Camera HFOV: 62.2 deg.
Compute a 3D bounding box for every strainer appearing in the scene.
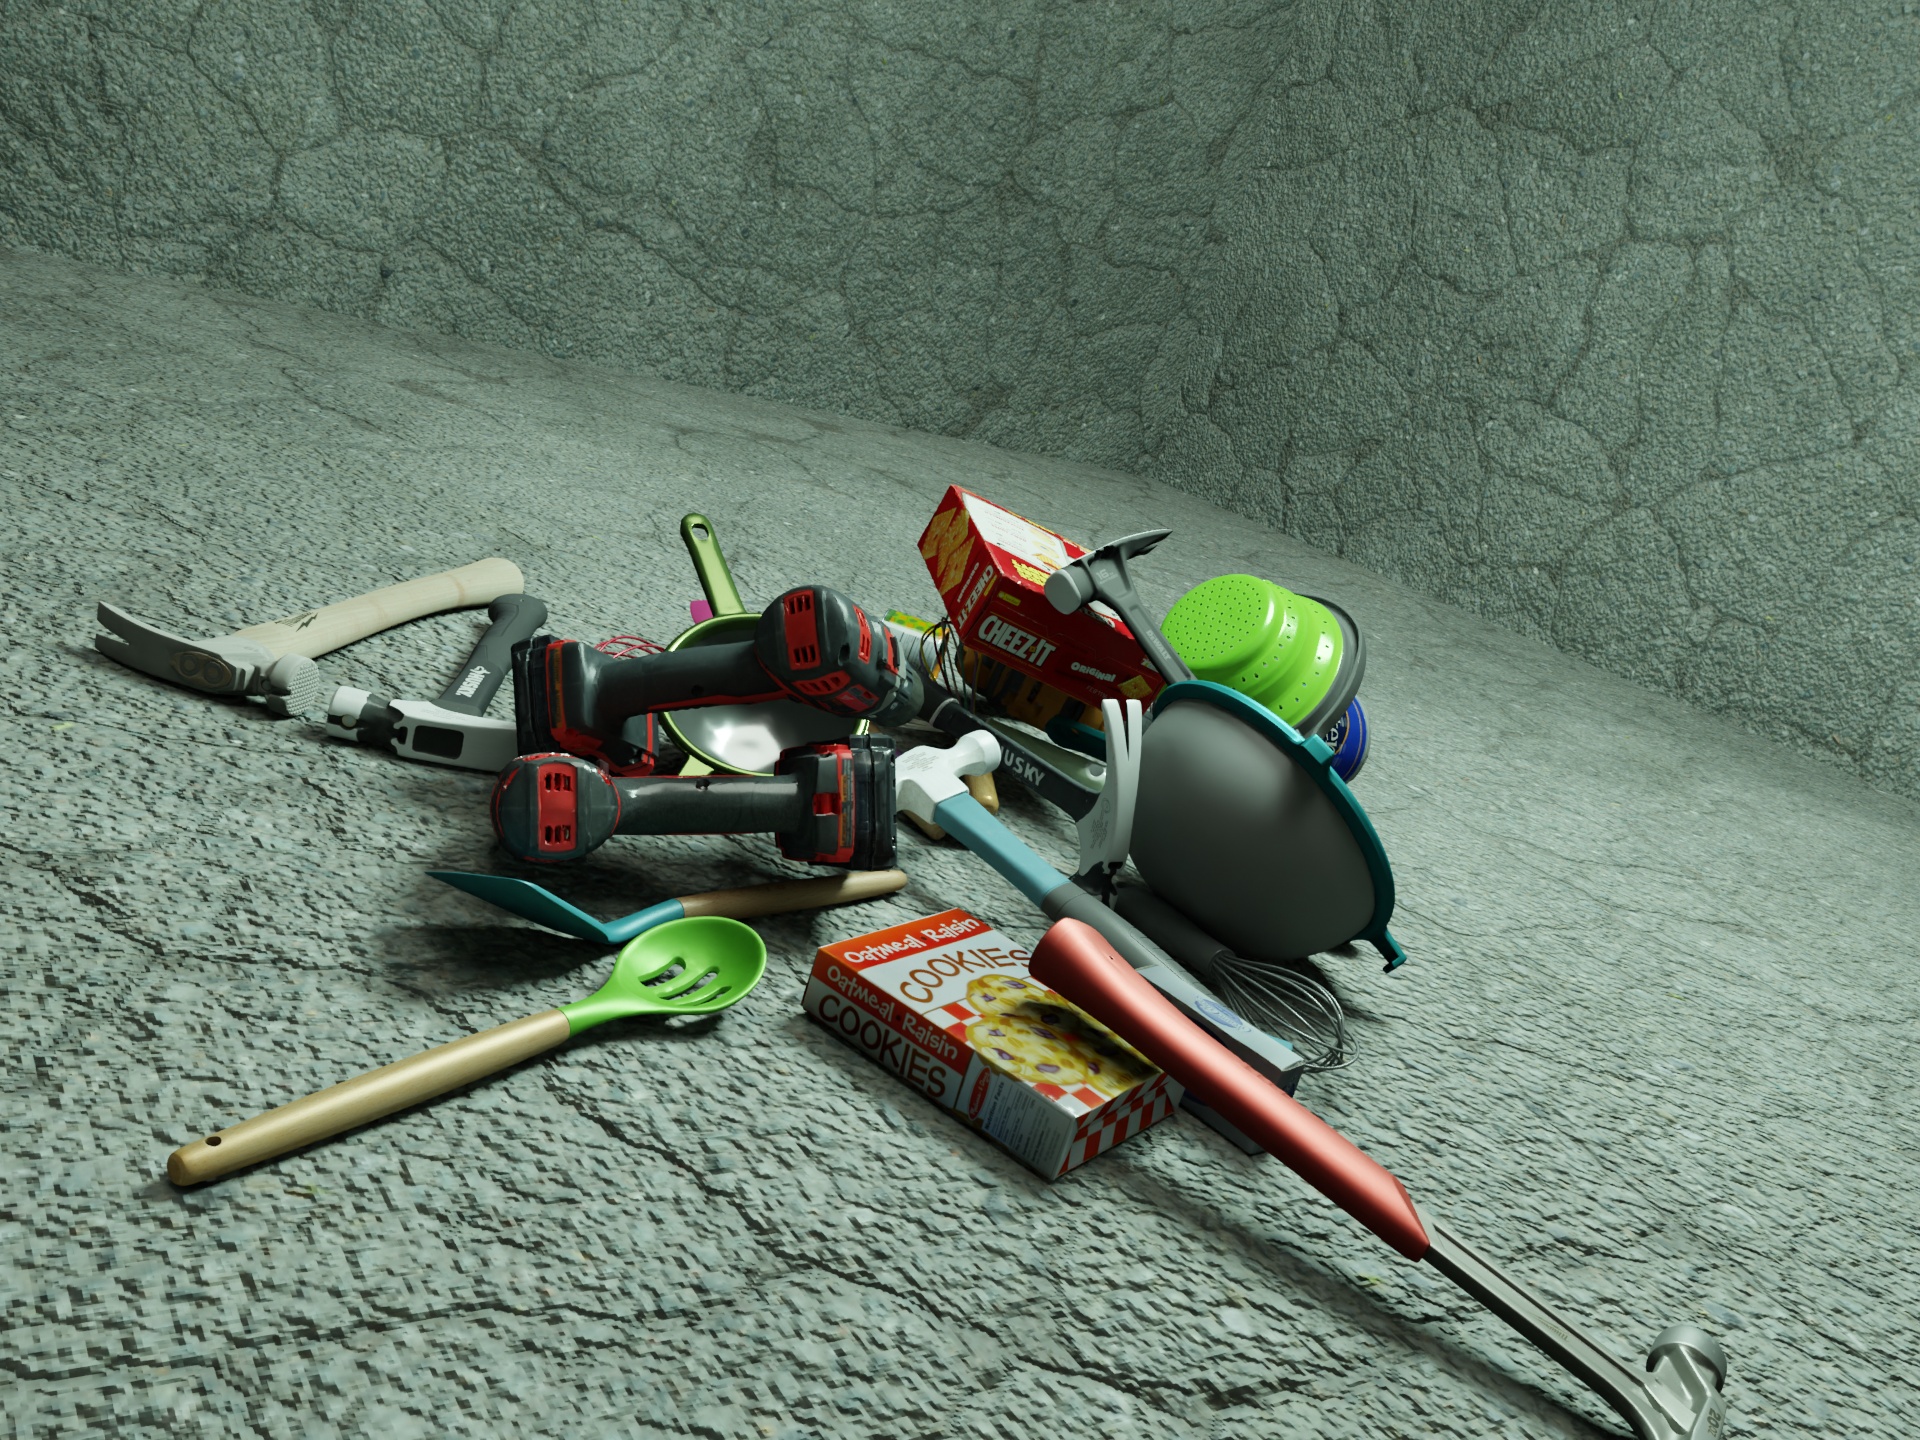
[{"bbox_3d":[-0.162,-0.039,1.143,0.151,0.069,0.257,-8,54,-24],"label":"strainer"},{"bbox_3d":[0.138,0.068,1.093,0.095,0.210,0.341,-38,32,-19],"label":"strainer"}]

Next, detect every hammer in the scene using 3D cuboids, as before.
[{"bbox_3d":[0.196,0.012,1.158,0.127,0.034,0.337,-28,81,-41],"label":"hammer"},{"bbox_3d":[-0.334,-0.037,1.141,0.146,0.035,0.335,13,16,-10],"label":"hammer"},{"bbox_3d":[-0.447,-0.083,1.182,0.146,0.038,0.411,17,16,6],"label":"hammer"},{"bbox_3d":[0.170,0.209,0.726,0.359,0.036,0.149,35,22,26],"label":"hammer"},{"bbox_3d":[0.069,0.113,0.958,0.128,0.033,0.331,-20,44,-37],"label":"hammer"},{"bbox_3d":[-0.002,-0.004,1.168,0.036,0.149,0.409,1,20,-34],"label":"hammer"}]

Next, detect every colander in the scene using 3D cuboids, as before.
[{"bbox_3d":[0.250,-0.006,1.316,0.094,0.204,0.398,49,18,-38],"label":"colander"}]

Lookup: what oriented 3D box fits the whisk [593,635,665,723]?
[{"bbox_3d":[-0.213,-0.035,1.216,0.073,0.073,0.296,20,11,13],"label":"whisk"}]

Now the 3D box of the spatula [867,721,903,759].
[{"bbox_3d":[-0.063,0.018,1.234,0.059,0.018,0.316,51,-6,-30],"label":"spatula"}]

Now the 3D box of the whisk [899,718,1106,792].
[{"bbox_3d":[0.013,0.007,1.327,0.246,0.059,0.058,22,53,7],"label":"whisk"}]

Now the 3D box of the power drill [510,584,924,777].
[{"bbox_3d":[-0.140,-0.016,0.984,0.226,0.080,0.187,-11,-15,13],"label":"power drill"}]

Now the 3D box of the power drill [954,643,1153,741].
[{"bbox_3d":[0.095,-0.023,1.390,0.185,0.084,0.226,25,8,-16],"label":"power drill"}]

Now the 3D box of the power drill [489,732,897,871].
[{"bbox_3d":[-0.156,0.049,0.910,0.219,0.078,0.143,0,-3,-21],"label":"power drill"}]

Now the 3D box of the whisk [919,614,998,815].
[{"bbox_3d":[0.006,-0.011,1.266,0.047,0.051,0.245,17,34,-22],"label":"whisk"}]

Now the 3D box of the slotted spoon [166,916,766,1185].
[{"bbox_3d":[-0.197,0.140,0.698,0.070,0.031,0.313,25,20,27],"label":"slotted spoon"}]

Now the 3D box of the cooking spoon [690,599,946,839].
[{"bbox_3d":[-0.109,-0.010,1.199,0.068,0.017,0.319,-1,35,-46],"label":"cooking spoon"}]

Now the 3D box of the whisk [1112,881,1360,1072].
[{"bbox_3d":[0.158,0.153,0.983,0.055,0.055,0.239,7,14,-31],"label":"whisk"}]

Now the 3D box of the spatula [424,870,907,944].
[{"bbox_3d":[-0.137,0.093,0.882,0.082,0.044,0.317,-1,0,39],"label":"spatula"}]
